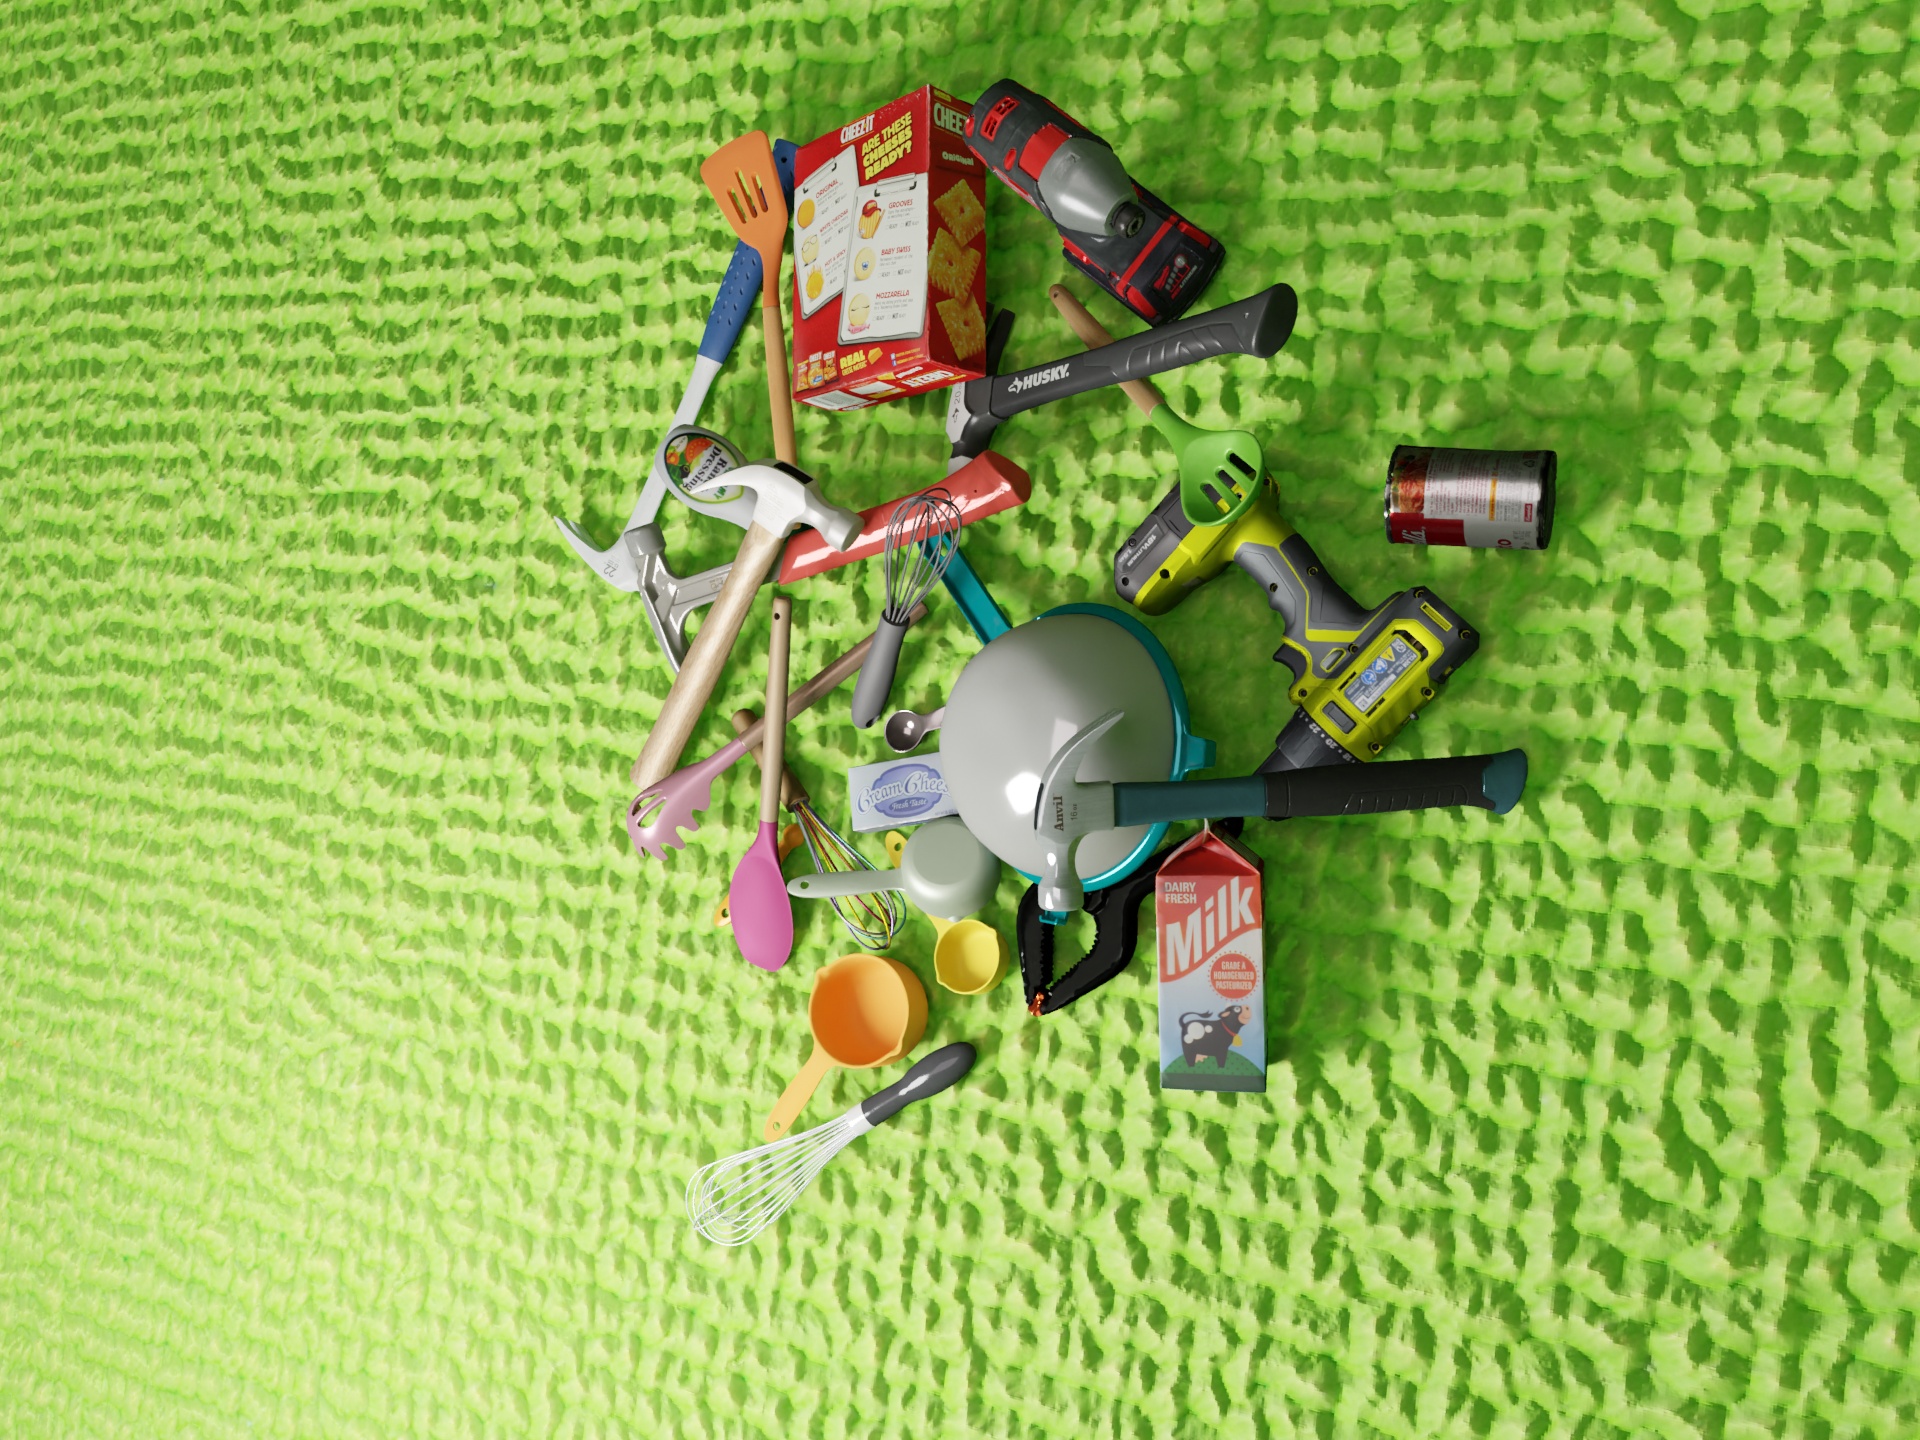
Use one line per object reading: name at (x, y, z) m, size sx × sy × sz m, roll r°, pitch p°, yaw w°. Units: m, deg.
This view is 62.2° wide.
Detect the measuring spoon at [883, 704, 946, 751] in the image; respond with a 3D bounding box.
measuring spoon at (-0.002, -0.004, 1.256) m, size 0.124 × 0.018 × 0.034 m, roll -18°, pitch 74°, yaw 17°

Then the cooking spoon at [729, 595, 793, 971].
cooking spoon at (-0.151, 0.055, 1.270) m, size 0.069 × 0.017 × 0.318 m, roll 17°, pitch 113°, yaw 30°

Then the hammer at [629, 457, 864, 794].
hammer at (-0.199, -0.068, 1.287) m, size 0.130 × 0.031 × 0.331 m, roll 36°, pitch 121°, yaw 8°

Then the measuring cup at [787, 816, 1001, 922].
measuring cup at (-0.053, 0.114, 1.218) m, size 0.167 × 0.038 × 0.083 m, roll -6°, pitch 59°, yaw 3°

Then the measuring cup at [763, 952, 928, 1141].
measuring cup at (-0.093, 0.261, 1.249) m, size 0.095 × 0.052 × 0.173 m, roll 39°, pitch 99°, yaw 26°

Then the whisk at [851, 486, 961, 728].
whisk at (-0.048, -0.080, 1.215) m, size 0.055 × 0.055 × 0.238 m, roll 43°, pitch 136°, yaw 22°

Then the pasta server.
pasta server at (-0.151, 0.004, 1.294) m, size 0.316 × 0.040 × 0.060 m, roll -37°, pitch 62°, yaw 5°

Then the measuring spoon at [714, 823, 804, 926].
measuring spoon at (-0.170, 0.130, 1.325) m, size 0.117 × 0.011 × 0.021 m, roll -48°, pitch 68°, yaw 14°

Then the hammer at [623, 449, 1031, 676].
hammer at (-0.104, -0.127, 1.257) m, size 0.359 × 0.037 × 0.149 m, roll -14°, pitch 104°, yaw 29°

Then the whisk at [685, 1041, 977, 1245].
whisk at (-0.104, 0.329, 1.254) m, size 0.284 × 0.070 × 0.070 m, roll -35°, pitch 72°, yaw 14°

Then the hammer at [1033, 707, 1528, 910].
hammer at (0.212, 0.050, 1.045) m, size 0.331 × 0.033 × 0.128 m, roll -4°, pitch 95°, yaw -6°

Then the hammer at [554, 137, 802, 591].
hammer at (-0.226, -0.304, 1.374) m, size 0.144 × 0.035 × 0.405 m, roll 28°, pitch 98°, yaw 25°

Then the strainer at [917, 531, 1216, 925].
strainer at (0.025, -0.031, 1.161) m, size 0.211 × 0.095 × 0.341 m, roll -51°, pitch 54°, yaw 30°

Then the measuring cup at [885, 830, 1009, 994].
measuring cup at (-0.013, 0.148, 1.246) m, size 0.062 × 0.029 × 0.157 m, roll -44°, pitch 58°, yaw 14°

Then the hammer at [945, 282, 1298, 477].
hammer at (0.104, -0.258, 1.135) m, size 0.335 × 0.035 × 0.146 m, roll -3°, pitch 78°, yaw 52°

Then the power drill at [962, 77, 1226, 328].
power drill at (0.101, -0.358, 1.118) m, size 0.143 × 0.219 × 0.078 m, roll 44°, pitch 105°, yaw 22°

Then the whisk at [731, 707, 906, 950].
whisk at (-0.118, 0.083, 1.288) m, size 0.051 × 0.047 × 0.245 m, roll -35°, pitch 67°, yaw -1°

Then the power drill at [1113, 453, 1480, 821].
power drill at (0.218, -0.061, 1.119) m, size 0.229 × 0.080 × 0.190 m, roll 47°, pitch 106°, yaw 19°

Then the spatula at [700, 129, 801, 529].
spatula at (-0.159, -0.315, 1.301) m, size 0.081 × 0.041 × 0.323 m, roll -12°, pitch 81°, yaw 39°

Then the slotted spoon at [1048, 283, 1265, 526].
slotted spoon at (0.133, -0.236, 1.141) m, size 0.070 × 0.031 × 0.314 m, roll -49°, pitch 45°, yaw 21°
